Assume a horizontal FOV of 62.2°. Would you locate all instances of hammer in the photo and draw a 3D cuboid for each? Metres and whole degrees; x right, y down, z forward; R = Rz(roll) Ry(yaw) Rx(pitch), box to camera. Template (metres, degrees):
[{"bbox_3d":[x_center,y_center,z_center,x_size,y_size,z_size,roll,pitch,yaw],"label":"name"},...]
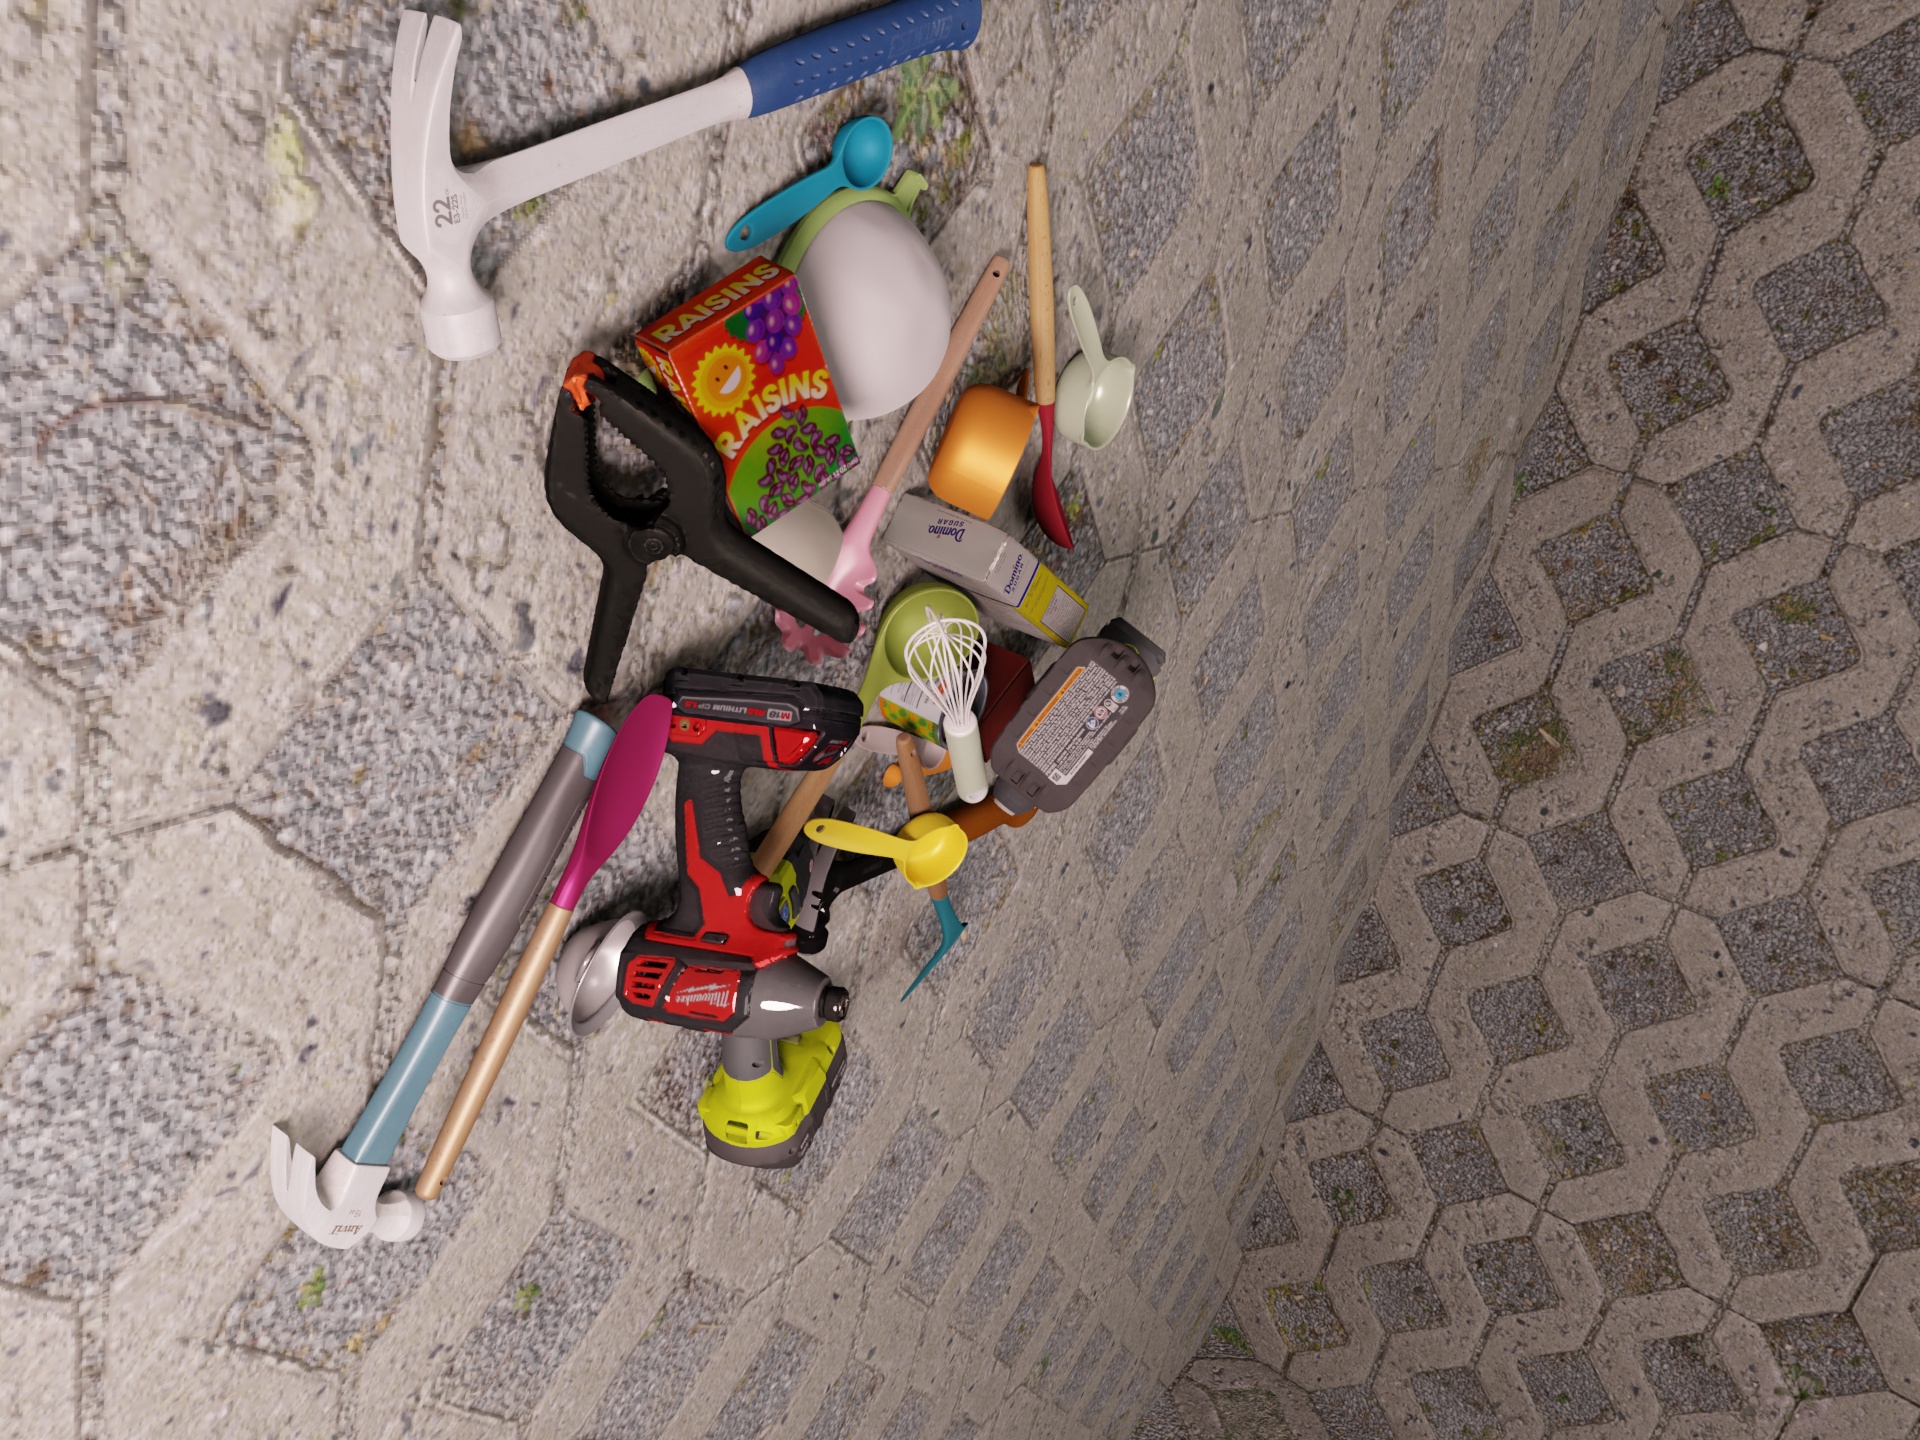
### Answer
[{"bbox_3d":[-0.119,-0.322,0.808,0.405,0.035,0.144,-41,145,-39],"label":"hammer"},{"bbox_3d":[-0.025,0.092,1.334,0.337,0.034,0.127,-18,128,-56],"label":"hammer"},{"bbox_3d":[-0.283,0.146,0.910,0.331,0.033,0.128,-62,155,-6],"label":"hammer"}]

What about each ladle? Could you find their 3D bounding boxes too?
[{"bbox_3d":[0.064,-0.263,1.194,0.069,0.031,0.315,-98,-178,-50],"label":"ladle"},{"bbox_3d":[-0.078,0.024,1.096,0.320,0.062,0.078,-60,141,-33],"label":"ladle"}]

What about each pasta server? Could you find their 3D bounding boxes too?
[{"bbox_3d":[-0.039,-0.180,1.072,0.316,0.060,0.040,-63,-166,-9],"label":"pasta server"}]

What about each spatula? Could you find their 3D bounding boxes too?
[{"bbox_3d":[-0.031,0.120,1.286,0.082,0.044,0.317,-45,144,-31],"label":"spatula"}]

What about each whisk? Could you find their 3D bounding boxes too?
[{"bbox_3d":[-0.002,-0.004,1.146,0.058,0.059,0.246,-21,150,-6],"label":"whisk"}]

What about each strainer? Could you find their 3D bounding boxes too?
[{"bbox_3d":[-0.213,0.179,1.058,0.087,0.050,0.258,-63,160,-14],"label":"strainer"},{"bbox_3d":[-0.078,-0.220,0.929,0.256,0.069,0.151,-37,142,-46],"label":"strainer"}]

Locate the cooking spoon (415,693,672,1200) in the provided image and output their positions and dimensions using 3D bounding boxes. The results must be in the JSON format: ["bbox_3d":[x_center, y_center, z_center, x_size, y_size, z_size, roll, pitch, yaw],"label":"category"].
[{"bbox_3d":[-0.241,0.129,0.916,0.319,0.017,0.068,-65,165,-1],"label":"cooking spoon"}]

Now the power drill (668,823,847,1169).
[{"bbox_3d":[-0.139,0.195,1.140,0.171,0.080,0.223,-61,154,-51],"label":"power drill"}]

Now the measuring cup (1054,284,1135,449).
[{"bbox_3d":[0.091,-0.279,1.227,0.083,0.038,0.167,-56,150,-17],"label":"measuring cup"}]

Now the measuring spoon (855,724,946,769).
[{"bbox_3d":[-0.051,0.016,1.249,0.124,0.018,0.034,13,96,-56],"label":"measuring spoon"}]

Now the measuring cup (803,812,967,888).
[{"bbox_3d":[-0.060,0.086,1.184,0.156,0.029,0.062,18,110,-42],"label":"measuring cup"}]

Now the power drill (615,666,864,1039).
[{"bbox_3d":[-0.127,0.084,0.971,0.078,0.143,0.220,11,86,-74],"label":"power drill"}]

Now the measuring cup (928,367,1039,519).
[{"bbox_3d":[0.018,-0.215,1.127,0.174,0.052,0.095,-80,-166,-50],"label":"measuring cup"}]

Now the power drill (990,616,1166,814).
[{"bbox_3d":[0.087,0.006,1.276,0.190,0.080,0.228,-51,177,7],"label":"power drill"}]

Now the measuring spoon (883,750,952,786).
[{"bbox_3d":[-0.027,0.039,1.308,0.117,0.011,0.021,-13,124,-58],"label":"measuring spoon"}]

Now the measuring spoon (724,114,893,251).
[{"bbox_3d":[-0.090,-0.304,0.904,0.128,0.021,0.042,-41,145,-23],"label":"measuring spoon"}]
